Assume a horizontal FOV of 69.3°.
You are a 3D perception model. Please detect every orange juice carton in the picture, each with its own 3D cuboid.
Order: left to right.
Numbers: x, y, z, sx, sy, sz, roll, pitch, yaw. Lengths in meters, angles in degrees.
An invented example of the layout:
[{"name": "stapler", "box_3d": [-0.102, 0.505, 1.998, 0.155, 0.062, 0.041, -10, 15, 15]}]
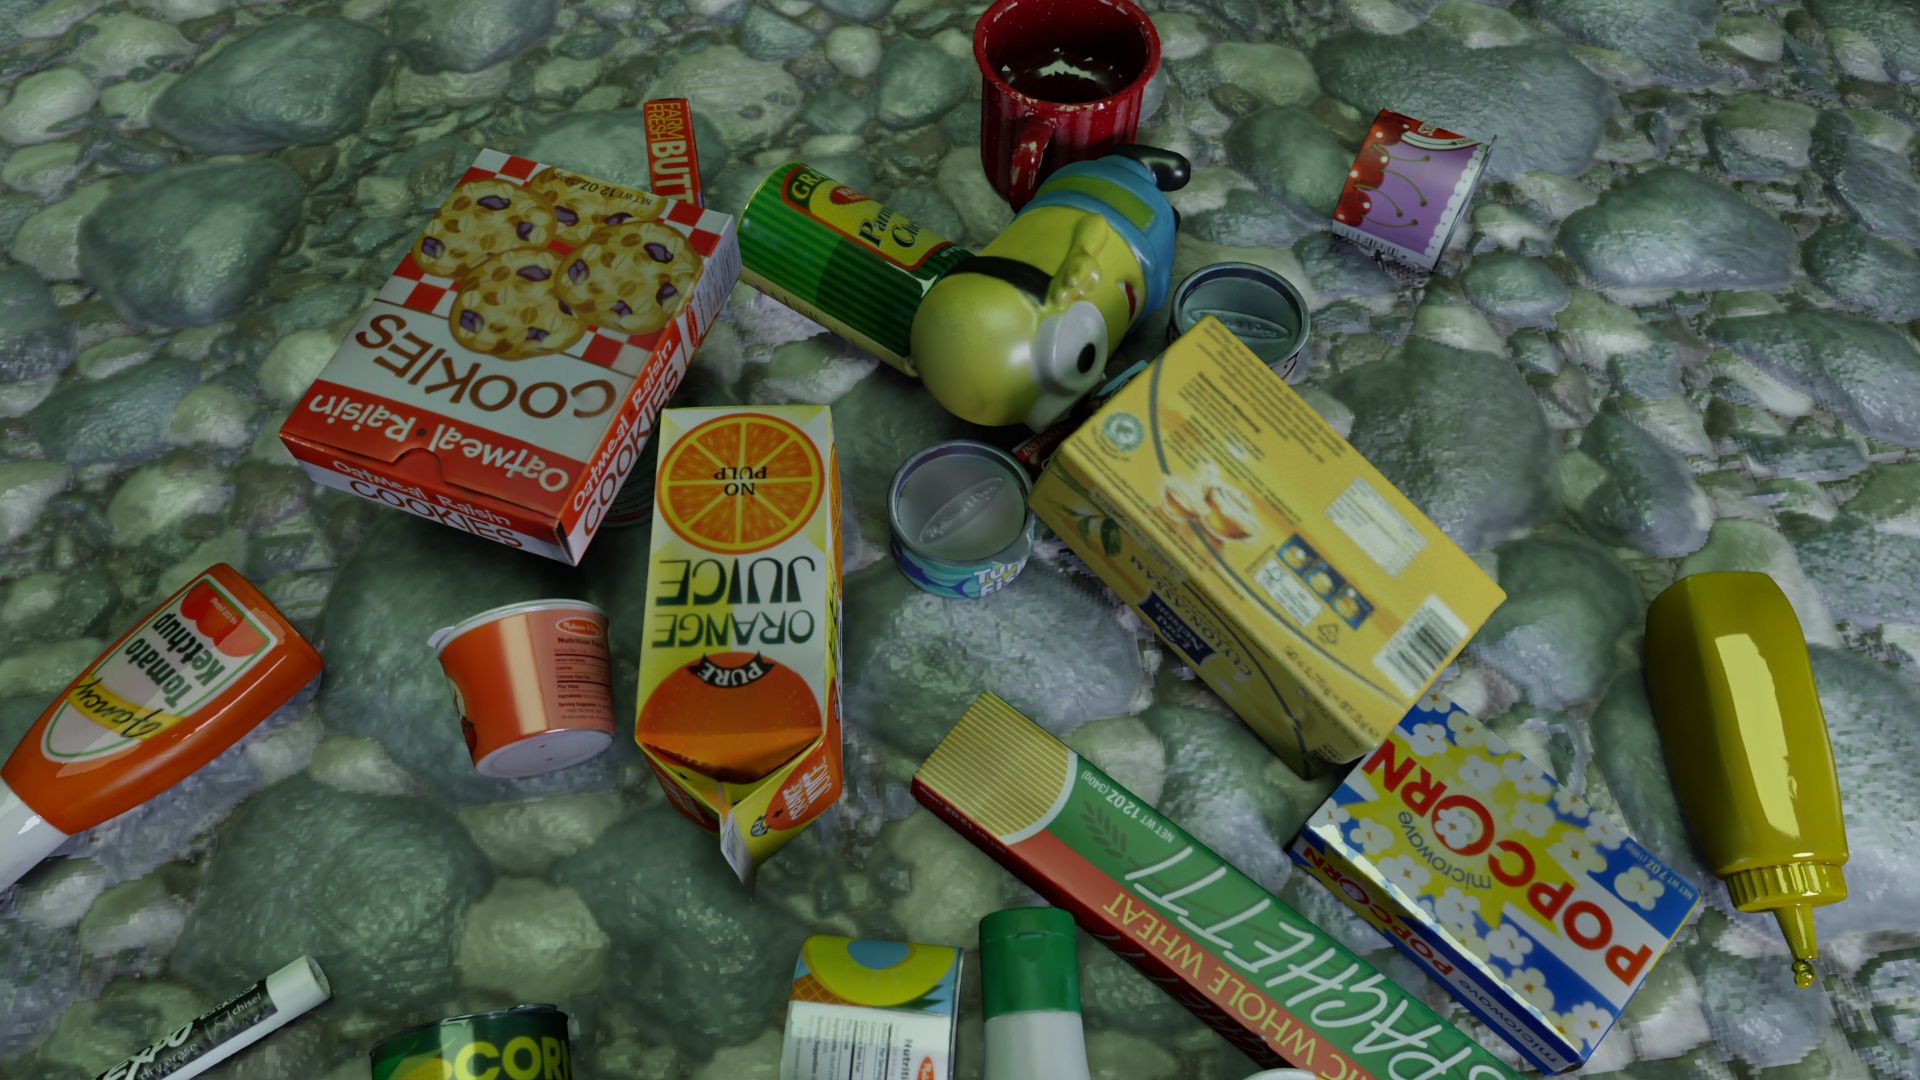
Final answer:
[{"name": "orange juice carton", "box_3d": [-0.086, 0.042, 0.564, 0.073, 0.071, 0.193, -2, 59, -1]}]

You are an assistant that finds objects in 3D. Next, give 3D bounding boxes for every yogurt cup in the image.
[{"name": "yogurt cup", "box_3d": [-0.171, 0.061, 0.558, 0.072, 0.072, 0.054, -15, 69, -9]}]

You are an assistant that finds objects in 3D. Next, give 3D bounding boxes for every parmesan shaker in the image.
[{"name": "parmesan shaker", "box_3d": [-0.048, -0.131, 0.672, 0.103, 0.071, 0.071, 30, 64, 15]}]

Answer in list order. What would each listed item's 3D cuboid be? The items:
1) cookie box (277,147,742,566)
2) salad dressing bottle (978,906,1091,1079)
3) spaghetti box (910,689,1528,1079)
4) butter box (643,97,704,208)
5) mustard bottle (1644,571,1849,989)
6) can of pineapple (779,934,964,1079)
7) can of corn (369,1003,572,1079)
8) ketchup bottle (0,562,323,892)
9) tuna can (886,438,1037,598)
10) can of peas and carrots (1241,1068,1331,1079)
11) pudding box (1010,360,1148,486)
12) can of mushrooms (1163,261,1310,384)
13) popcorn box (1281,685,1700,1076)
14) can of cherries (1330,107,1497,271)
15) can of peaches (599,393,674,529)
[{"name": "cookie box", "box_3d": [-0.183, -0.083, 0.585, 0.123, 0.040, 0.168, 17, 60, 8]}, {"name": "salad dressing bottle", "box_3d": [0.028, 0.206, 0.486, 0.064, 0.043, 0.148, -3, 60, -1]}, {"name": "spaghetti box", "box_3d": [0.092, 0.149, 0.529, 0.250, 0.028, 0.050, 34, 66, 18]}, {"name": "butter box", "box_3d": [-0.140, -0.167, 0.697, 0.024, 0.053, 0.104, -8, 60, -8]}, {"name": "mustard bottle", "box_3d": [0.314, 0.094, 0.548, 0.049, 0.065, 0.161, -3, 65, 4]}, {"name": "can of pineapple", "box_3d": [-0.030, 0.175, 0.492, 0.058, 0.070, 0.071, 5, 60, 2]}, {"name": "can of corn", "box_3d": [-0.163, 0.197, 0.473, 0.071, 0.071, 0.058, -11, 62, -7]}, {"name": "ketchup bottle", "box_3d": [-0.336, 0.078, 0.556, 0.065, 0.043, 0.149, 37, 66, 19]}, {"name": "tuna can", "box_3d": [0.002, -0.008, 0.617, 0.071, 0.032, 0.071, 0, 60, -1]}, {"name": "can of peas and carrots", "box_3d": [0.110, 0.220, 0.471, 0.071, 0.058, 0.071, 0, 60, 0]}, {"name": "pudding box", "box_3d": [0.069, -0.040, 0.639, 0.084, 0.030, 0.050, -34, 65, -19]}, {"name": "can of mushrooms", "box_3d": [0.132, -0.098, 0.672, 0.071, 0.033, 0.071, 1, 60, -1]}, {"name": "popcorn box", "box_3d": [0.203, 0.129, 0.537, 0.127, 0.038, 0.085, 40, 67, 20]}, {"name": "can of cherries", "box_3d": [0.228, -0.179, 0.700, 0.058, 0.071, 0.072, 25, 63, 14]}, {"name": "can of peaches", "box_3d": [-0.160, -0.049, 0.624, 0.071, 0.057, 0.071, 0, 60, -1]}]
